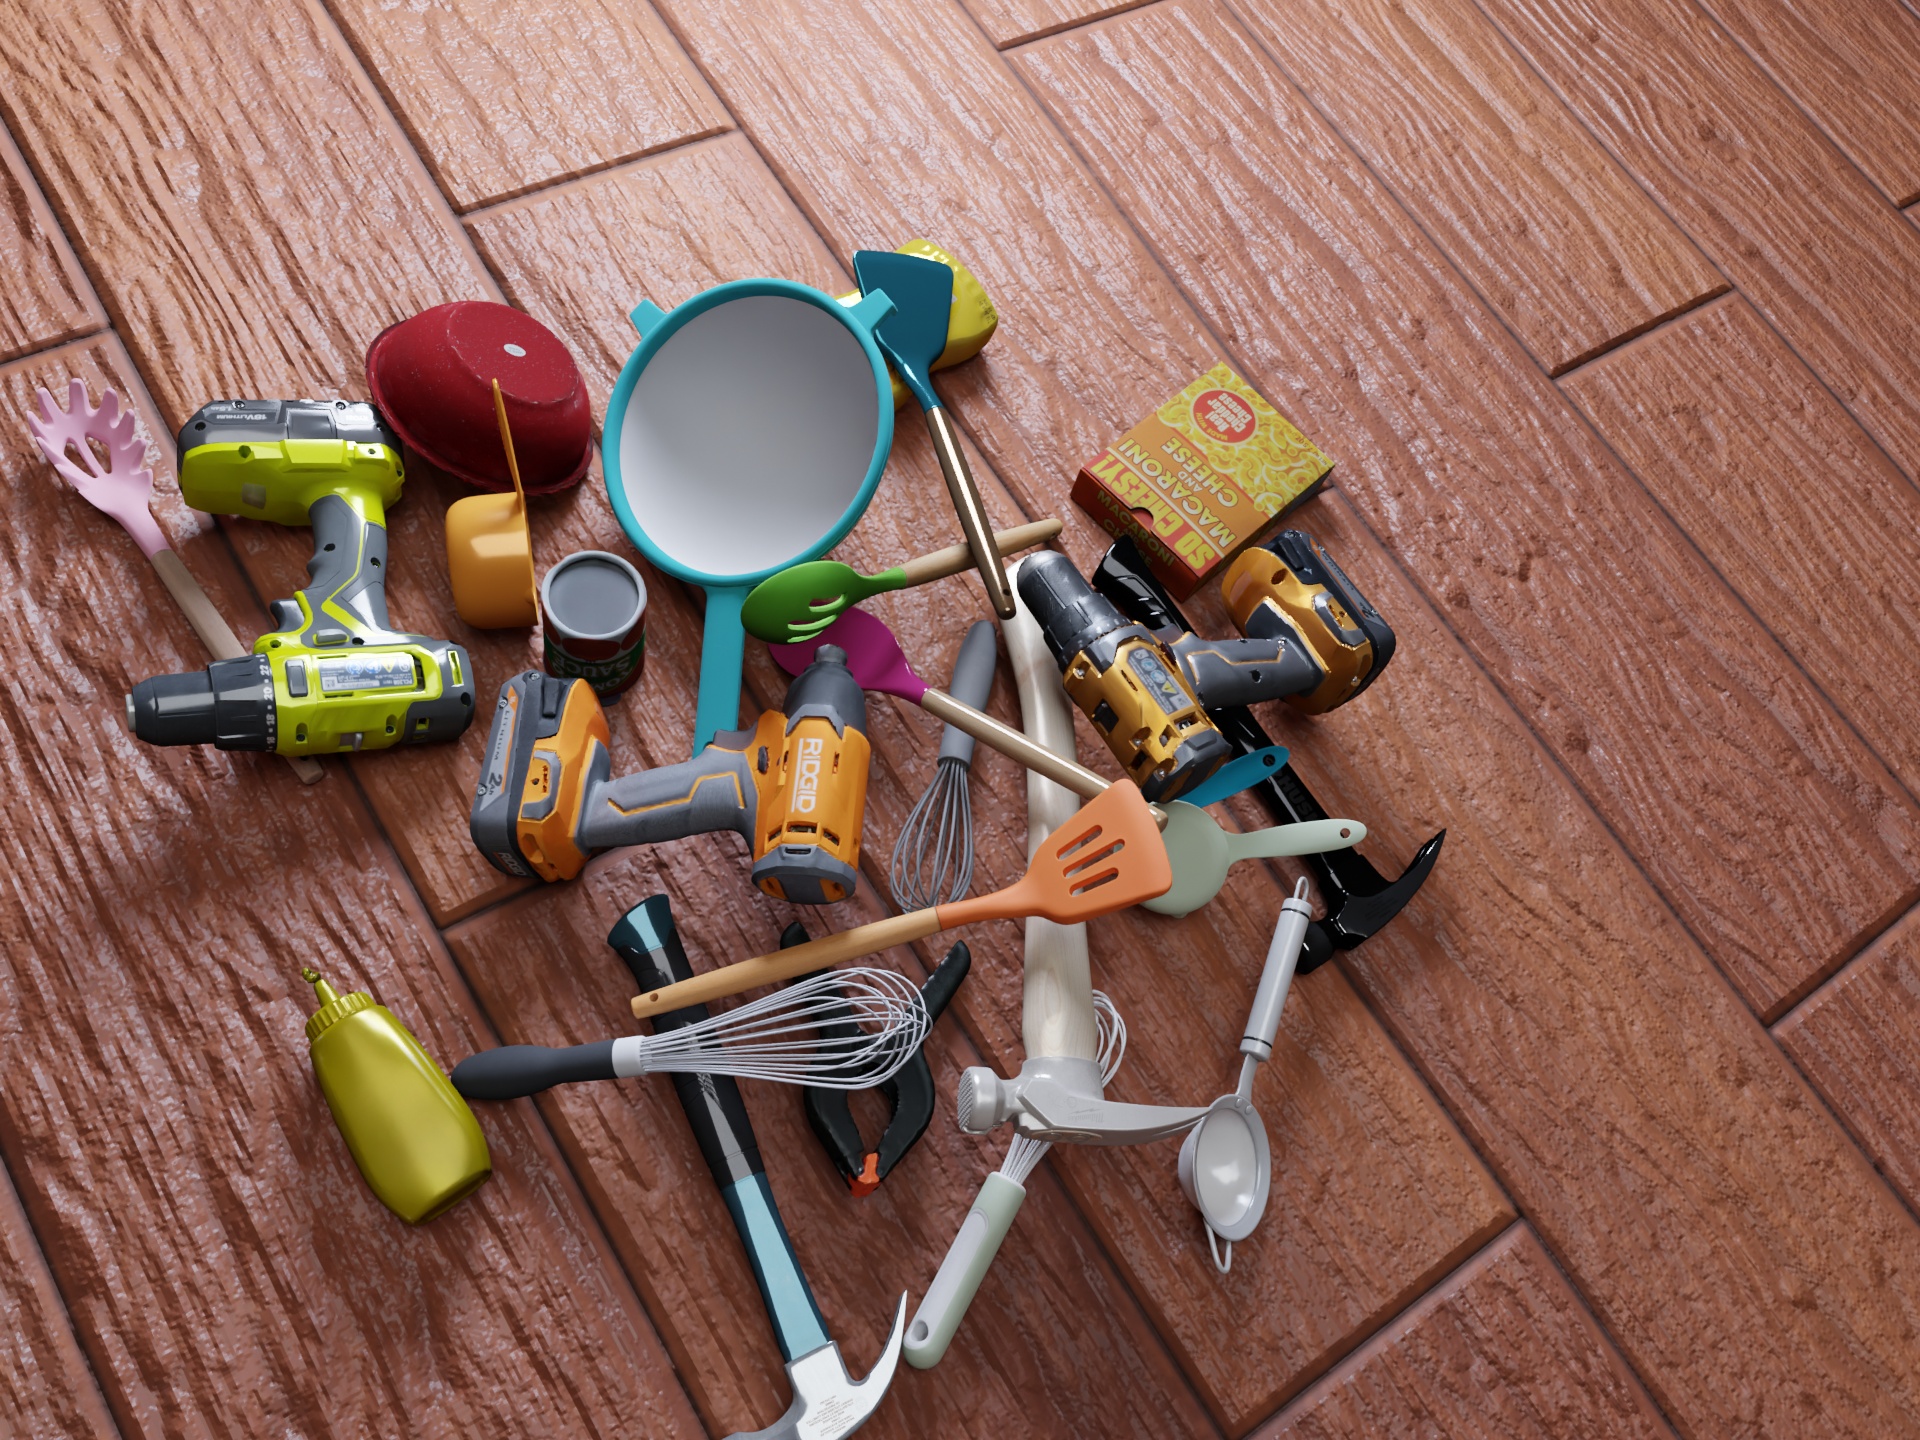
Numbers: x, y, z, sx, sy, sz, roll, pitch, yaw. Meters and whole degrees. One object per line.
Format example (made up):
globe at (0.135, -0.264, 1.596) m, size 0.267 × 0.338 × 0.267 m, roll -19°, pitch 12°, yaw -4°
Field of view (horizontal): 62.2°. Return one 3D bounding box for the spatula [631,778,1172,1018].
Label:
spatula at (-0.038, 0.118, 0.930) m, size 0.322 × 0.041 × 0.081 m, roll -16°, pitch 55°, yaw -3°

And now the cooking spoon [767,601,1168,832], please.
cooking spoon at (-0.002, -0.003, 1.026) m, size 0.319 × 0.017 × 0.069 m, roll 28°, pitch 62°, yaw 29°

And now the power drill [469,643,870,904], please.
power drill at (-0.167, 0.025, 0.973) m, size 0.226 × 0.084 × 0.164 m, roll 2°, pitch 63°, yaw 6°

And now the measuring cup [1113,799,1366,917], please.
measuring cup at (0.183, 0.084, 1.041) m, size 0.167 × 0.038 × 0.083 m, roll -8°, pitch 87°, yaw 6°

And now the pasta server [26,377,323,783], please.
pasta server at (-0.493, -0.088, 1.008) m, size 0.060 × 0.040 × 0.316 m, roll -30°, pitch 75°, yaw -35°

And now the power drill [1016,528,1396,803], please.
power drill at (0.158, -0.058, 1.062) m, size 0.226 × 0.084 × 0.185 m, roll -22°, pitch 66°, yaw -33°

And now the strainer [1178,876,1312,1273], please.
strainer at (0.182, 0.214, 0.997) m, size 0.086 × 0.050 × 0.259 m, roll 41°, pitch 61°, yaw -36°

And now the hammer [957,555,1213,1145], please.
hammer at (0.068, 0.066, 1.018) m, size 0.146 × 0.038 × 0.411 m, roll 6°, pitch 56°, yaw -12°

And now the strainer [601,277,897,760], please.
strainer at (-0.136, -0.121, 1.079) m, size 0.211 × 0.095 × 0.340 m, roll 3°, pitch 84°, yaw 19°

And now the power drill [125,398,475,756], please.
power drill at (-0.417, -0.083, 0.986) m, size 0.190 × 0.080 × 0.229 m, roll -5°, pitch 66°, yaw -29°

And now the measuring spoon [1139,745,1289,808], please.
measuring spoon at (0.163, 0.049, 1.077) m, size 0.128 × 0.021 × 0.042 m, roll -26°, pitch 86°, yaw 1°

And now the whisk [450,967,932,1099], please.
whisk at (-0.155, 0.187, 0.900) m, size 0.284 × 0.070 × 0.070 m, roll -9°, pitch 65°, yaw 9°

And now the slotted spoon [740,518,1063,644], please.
slotted spoon at (-0.024, -0.101, 1.060) m, size 0.031 × 0.070 × 0.314 m, roll 47°, pitch 39°, yaw 16°

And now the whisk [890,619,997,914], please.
whisk at (-0.003, 0.031, 1.059) m, size 0.055 × 0.055 × 0.239 m, roll 16°, pitch 58°, yaw -5°

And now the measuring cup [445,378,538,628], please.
measuring cup at (-0.302, -0.135, 1.002) m, size 0.052 × 0.173 × 0.095 m, roll -8°, pitch 41°, yaw -12°

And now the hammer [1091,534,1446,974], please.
hammer at (0.201, 0.005, 1.122) m, size 0.146 × 0.035 × 0.335 m, roll -27°, pitch 73°, yaw -22°

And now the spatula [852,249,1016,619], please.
spatula at (-0.008, -0.202, 1.102) m, size 0.082 × 0.044 × 0.318 m, roll 1°, pitch 54°, yaw -28°

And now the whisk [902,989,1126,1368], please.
whisk at (0.032, 0.269, 0.948) m, size 0.059 × 0.058 × 0.246 m, roll 51°, pitch 60°, yaw -37°

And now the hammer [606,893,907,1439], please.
hammer at (-0.133, 0.255, 0.922) m, size 0.128 × 0.033 × 0.331 m, roll -20°, pitch 69°, yaw -16°
